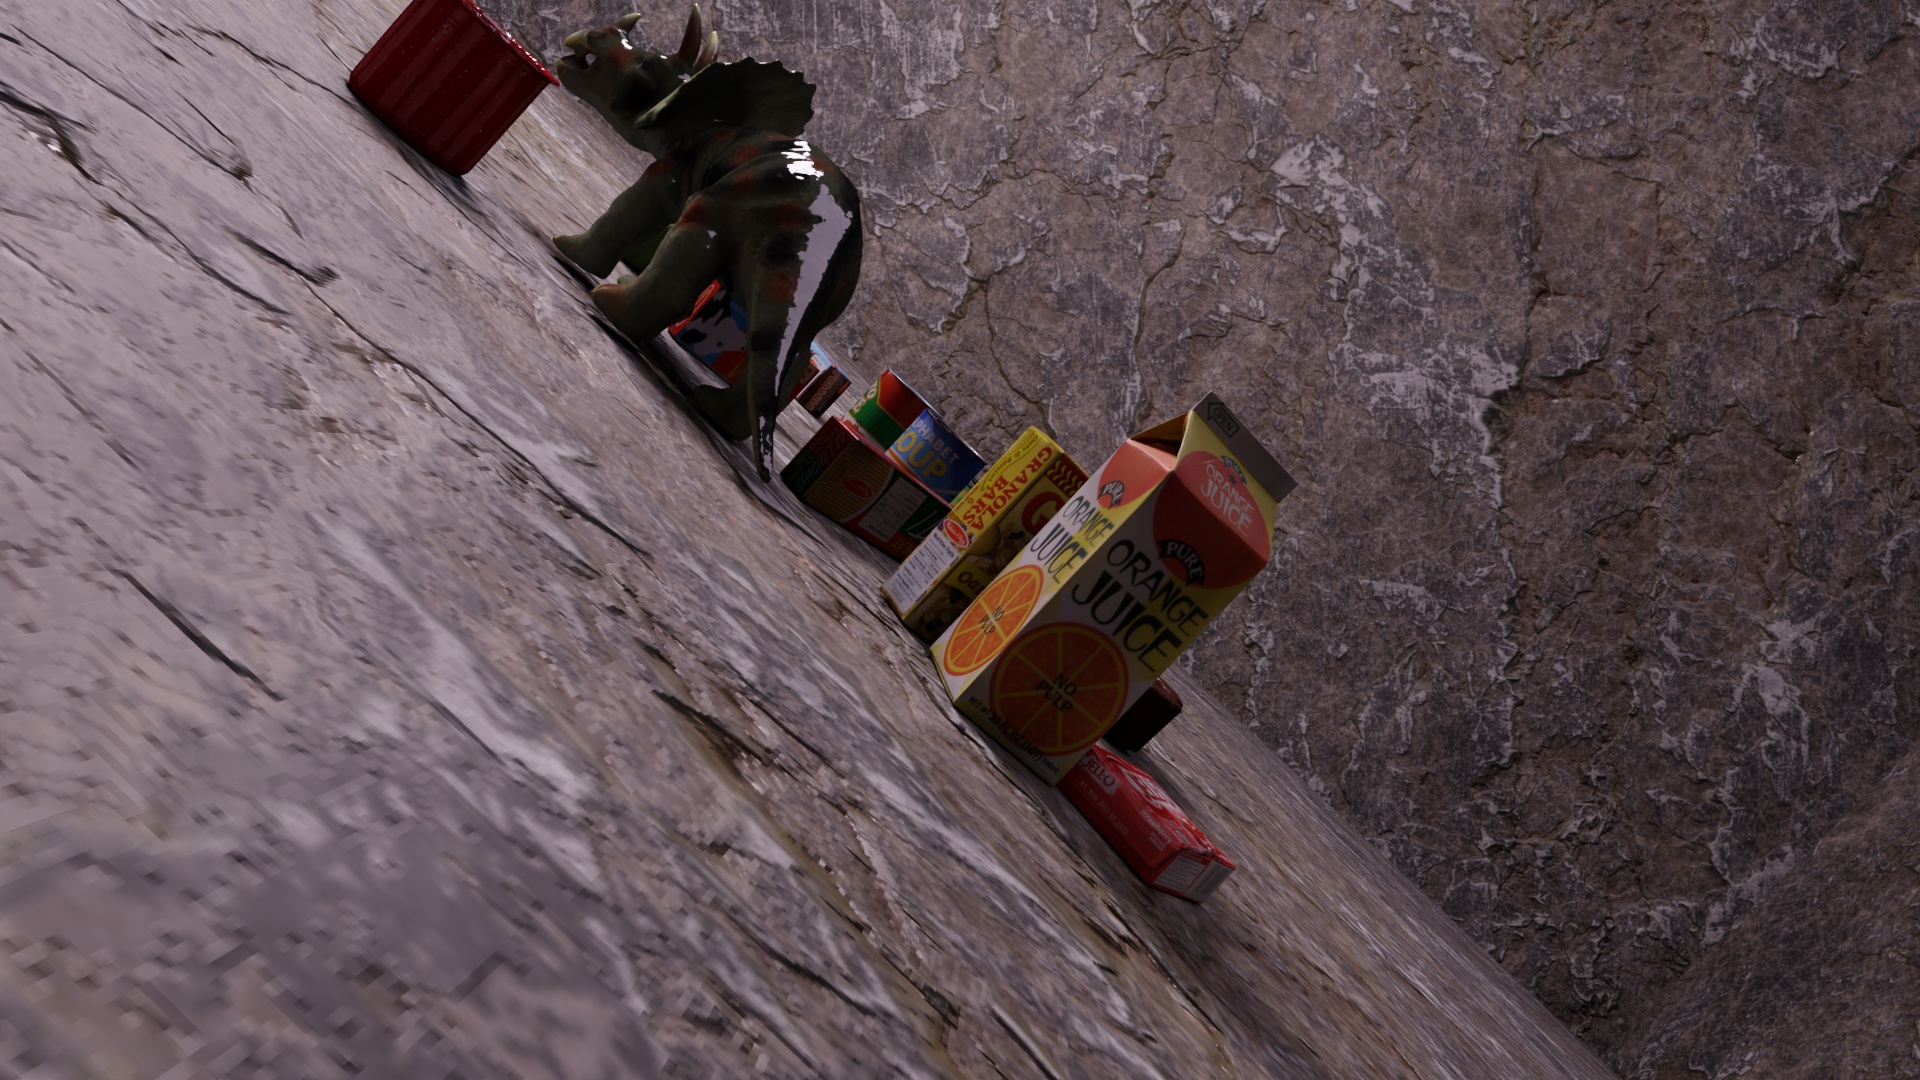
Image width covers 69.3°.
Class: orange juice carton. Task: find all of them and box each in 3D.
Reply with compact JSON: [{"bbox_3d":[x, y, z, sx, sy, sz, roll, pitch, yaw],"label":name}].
[{"bbox_3d":[0.079,0.019,0.685,0.071,0.192,0.073,42,4,-19],"label":"orange juice carton"}]

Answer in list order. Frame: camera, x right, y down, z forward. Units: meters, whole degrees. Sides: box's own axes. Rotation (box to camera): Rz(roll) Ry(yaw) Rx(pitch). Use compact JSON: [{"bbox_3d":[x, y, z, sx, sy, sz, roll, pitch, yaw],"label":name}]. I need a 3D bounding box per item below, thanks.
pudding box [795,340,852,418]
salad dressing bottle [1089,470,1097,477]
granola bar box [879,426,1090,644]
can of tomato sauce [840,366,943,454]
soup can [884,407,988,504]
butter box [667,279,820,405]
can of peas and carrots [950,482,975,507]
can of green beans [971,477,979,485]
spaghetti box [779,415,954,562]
[{"bbox_3d":[-0.140,-0.155,1.320,0.030,0.049,0.084,41,5,-34],"label":"pudding box"},{"bbox_3d":[0.102,-0.007,1.412,0.044,0.147,0.064,44,4,7],"label":"salad dressing bottle"},{"bbox_3d":[0.055,0.032,0.783,0.165,0.124,0.039,40,5,-37],"label":"granola bar box"},{"bbox_3d":[-0.068,-0.100,1.217,0.071,0.083,0.071,43,4,-4],"label":"can of tomato sauce"},{"bbox_3d":[-0.032,-0.053,1.094,0.071,0.083,0.071,43,4,-4],"label":"soup can"},{"bbox_3d":[-0.155,-0.138,1.002,0.103,0.053,0.024,40,5,-37],"label":"butter box"},{"bbox_3d":[0.004,-0.015,1.210,0.071,0.058,0.071,43,4,-4],"label":"can of peas and carrots"},{"bbox_3d":[0.004,-0.030,1.354,0.071,0.058,0.071,43,4,-4],"label":"can of green beans"},{"bbox_3d":[-0.032,-0.012,0.915,0.029,0.050,0.249,46,5,30],"label":"spaghetti box"}]
